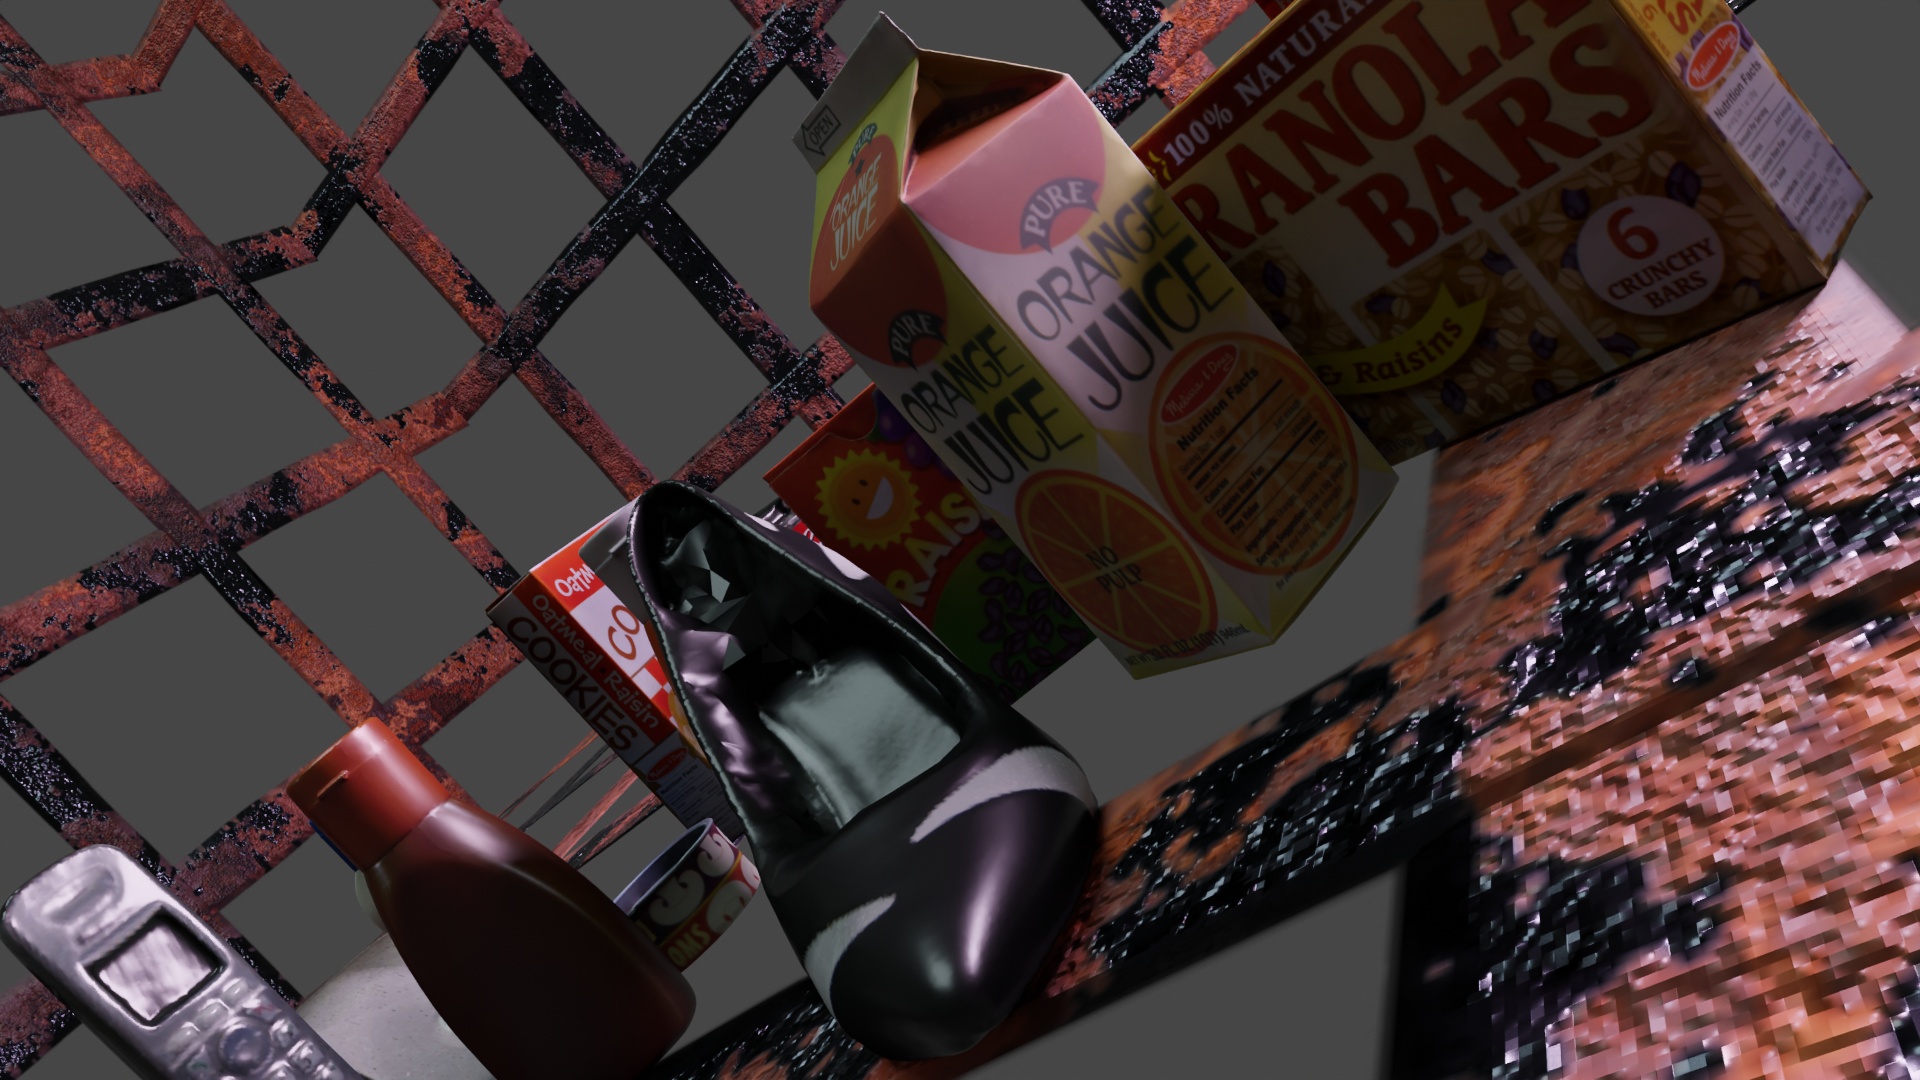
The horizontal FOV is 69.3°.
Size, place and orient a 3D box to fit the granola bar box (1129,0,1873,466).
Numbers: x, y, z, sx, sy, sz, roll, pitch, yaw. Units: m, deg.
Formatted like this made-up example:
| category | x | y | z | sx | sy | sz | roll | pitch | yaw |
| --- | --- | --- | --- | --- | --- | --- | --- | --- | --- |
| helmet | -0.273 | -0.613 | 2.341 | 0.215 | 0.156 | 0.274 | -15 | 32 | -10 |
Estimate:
| category | x | y | z | sx | sy | sz | roll | pitch | yaw |
| --- | --- | --- | --- | --- | --- | --- | --- | --- | --- |
| granola bar box | 0.122 | -0.091 | 0.373 | 0.039 | 0.124 | 0.165 | -45 | 7 | -31 |

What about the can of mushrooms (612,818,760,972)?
| category | x | y | z | sx | sy | sz | roll | pitch | yaw |
| --- | --- | --- | --- | --- | --- | --- | --- | --- | --- |
| can of mushrooms | -0.116 | 0.149 | 0.564 | 0.071 | 0.033 | 0.071 | -41 | 6 | 6 |

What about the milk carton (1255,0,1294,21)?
| category | x | y | z | sx | sy | sz | roll | pitch | yaw |
| --- | --- | --- | --- | --- | --- | --- | --- | --- | --- |
| milk carton | 0.194 | -0.236 | 0.626 | 0.073 | 0.190 | 0.073 | -38 | 7 | 30 |

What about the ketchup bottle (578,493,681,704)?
| category | x | y | z | sx | sy | sz | roll | pitch | yaw |
| --- | --- | --- | --- | --- | --- | --- | --- | --- | --- |
| ketchup bottle | -0.084 | 0.048 | 0.537 | 0.065 | 0.148 | 0.043 | -41 | 6 | -1 |

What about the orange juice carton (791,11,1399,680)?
| category | x | y | z | sx | sy | sz | roll | pitch | yaw |
| --- | --- | --- | --- | --- | --- | --- | --- | --- | --- |
| orange juice carton | 0.027 | -0.058 | 0.398 | 0.073 | 0.192 | 0.071 | -45 | 7 | -28 |

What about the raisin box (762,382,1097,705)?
| category | x | y | z | sx | sy | sz | roll | pitch | yaw |
| --- | --- | --- | --- | --- | --- | --- | --- | --- | --- |
| raisin box | 0.002 | -0.006 | 0.512 | 0.086 | 0.123 | 0.040 | -40 | 6 | 15 |

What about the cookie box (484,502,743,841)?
| category | x | y | z | sx | sy | sz | roll | pitch | yaw |
| --- | --- | --- | --- | --- | --- | --- | --- | --- | --- |
| cookie box | -0.156 | 0.068 | 0.738 | 0.040 | 0.167 | 0.123 | -39 | 7 | 19 |

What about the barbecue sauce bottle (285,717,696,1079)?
| category | x | y | z | sx | sy | sz | roll | pitch | yaw |
| --- | --- | --- | --- | --- | --- | --- | --- | --- | --- |
| barbecue sauce bottle | -0.160 | 0.125 | 0.466 | 0.065 | 0.148 | 0.043 | -42 | 6 | -3 |

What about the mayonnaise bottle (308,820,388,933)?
| category | x | y | z | sx | sy | sz | roll | pitch | yaw |
| --- | --- | --- | --- | --- | --- | --- | --- | --- | --- |
| mayonnaise bottle | -0.290 | 0.195 | 0.759 | 0.041 | 0.148 | 0.065 | -39 | 7 | 24 |
